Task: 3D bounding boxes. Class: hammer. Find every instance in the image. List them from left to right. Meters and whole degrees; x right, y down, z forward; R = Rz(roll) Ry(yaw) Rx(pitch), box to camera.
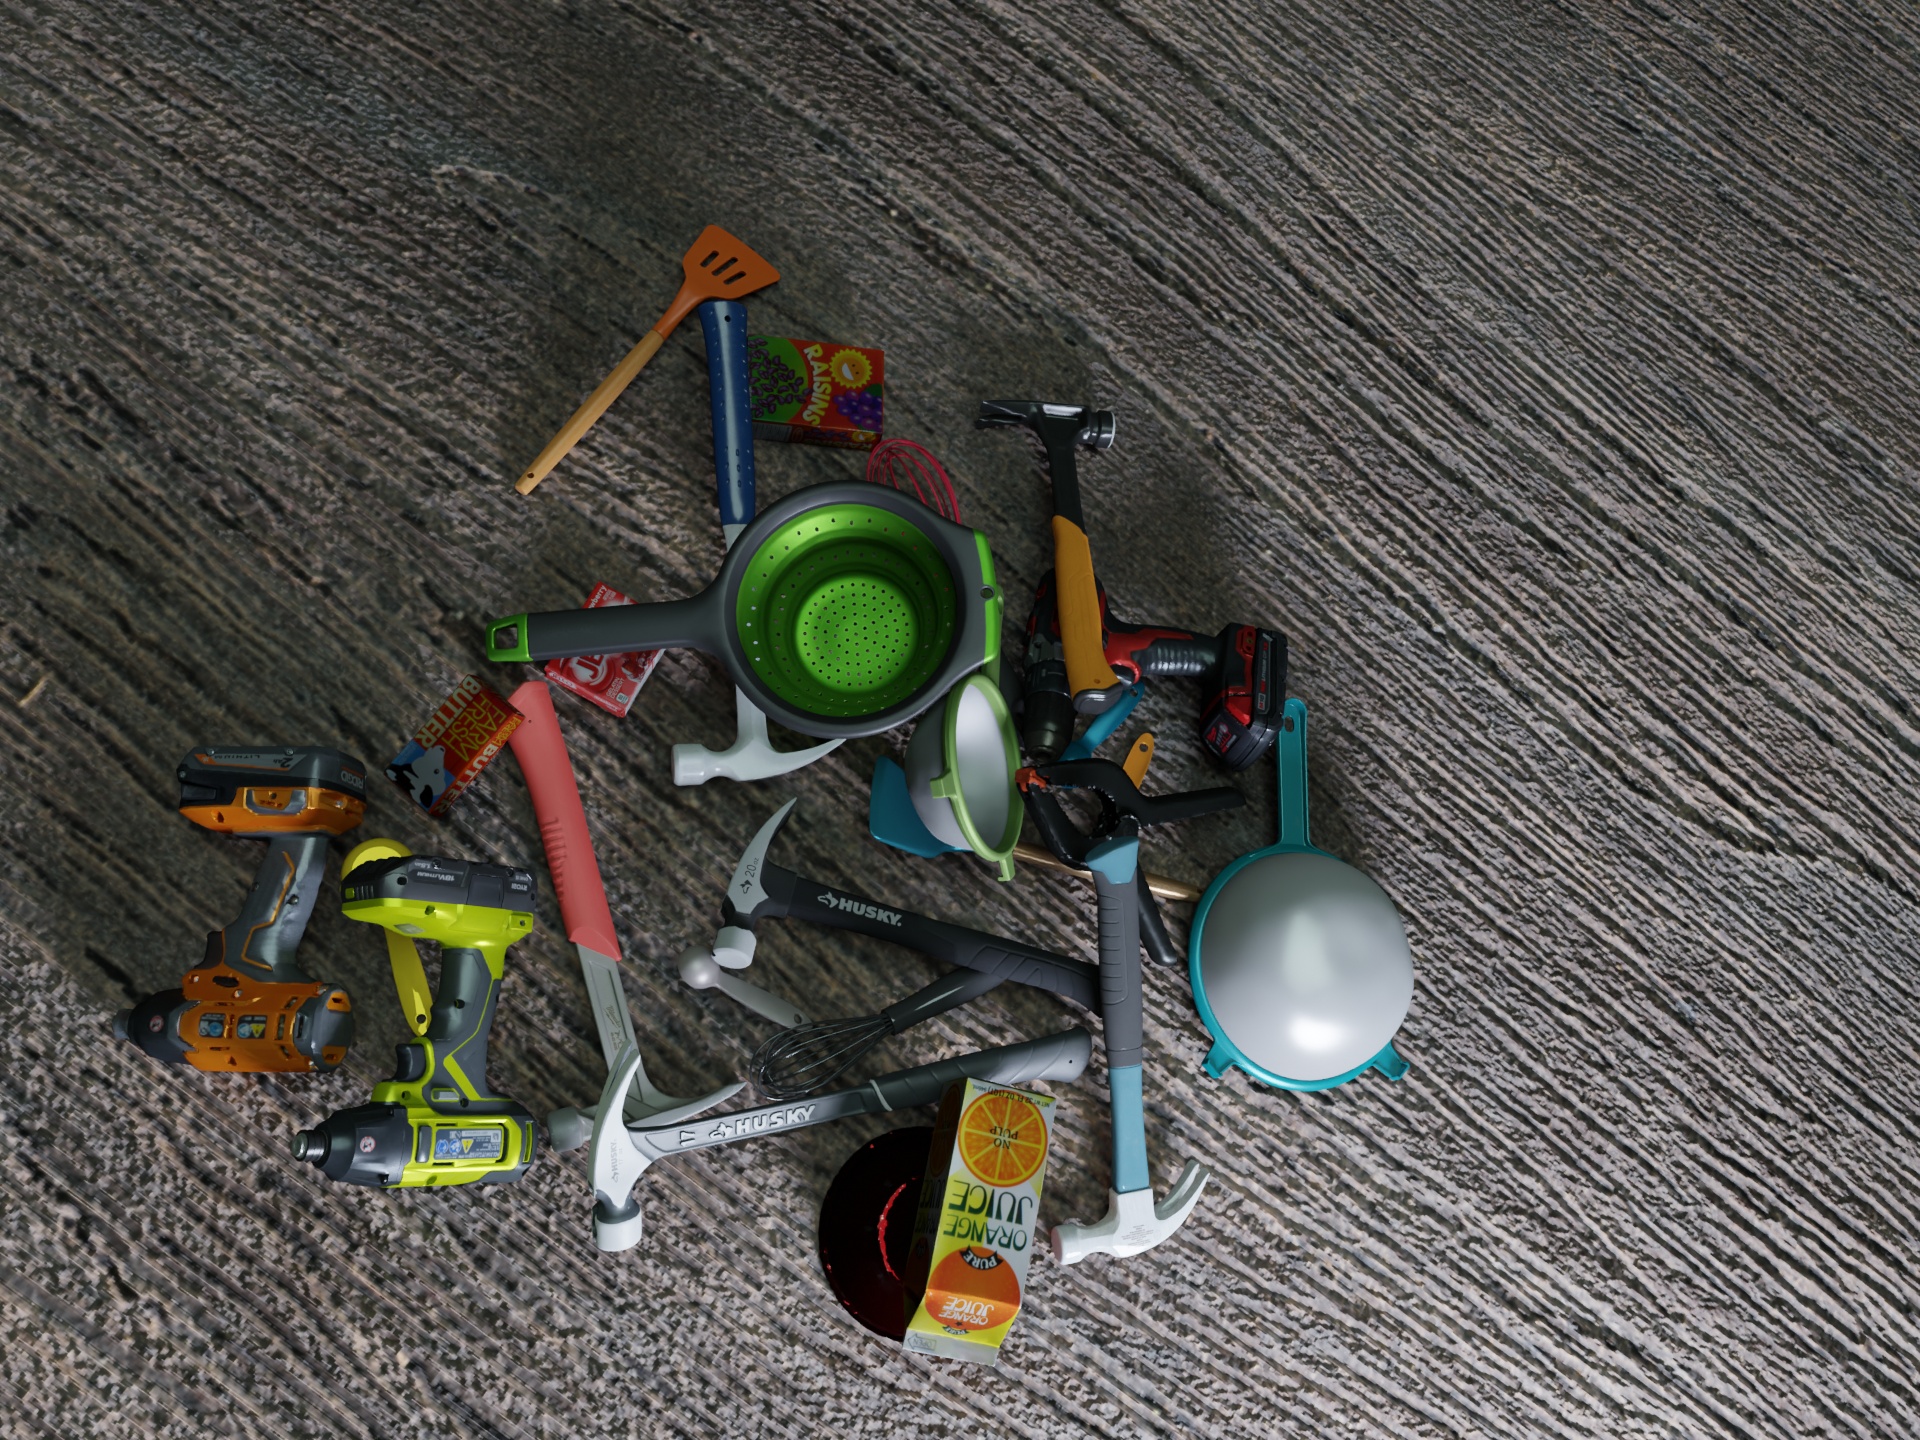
[{"bbox_3d":[-0.283,0.139,1.230,0.149,0.036,0.359,-13,78,-19],"label":"hammer"},{"bbox_3d":[-0.179,-0.150,1.324,0.144,0.035,0.406,-2,81,-17],"label":"hammer"},{"bbox_3d":[-0.079,0.282,1.203,0.408,0.036,0.149,-6,106,-27],"label":"hammer"},{"bbox_3d":[-0.021,0.168,1.269,0.334,0.035,0.146,17,54,-8],"label":"hammer"},{"bbox_3d":[0.088,-0.149,1.367,0.127,0.034,0.337,3,54,-11],"label":"hammer"},{"bbox_3d":[0.127,0.257,1.252,0.128,0.033,0.331,-5,95,-17],"label":"hammer"}]

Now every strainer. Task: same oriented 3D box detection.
[{"bbox_3d":[-0.002,-0.004,1.292,0.069,0.151,0.257,-10,54,21],"label":"strainer"},{"bbox_3d":[0.305,0.140,1.348,0.211,0.095,0.340,5,76,-18],"label":"strainer"}]

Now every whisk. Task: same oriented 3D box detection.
[{"bbox_3d":[-0.057,0.236,1.260,0.239,0.055,0.055,-22,80,-25],"label":"whisk"},{"bbox_3d":[-0.002,-0.110,1.377,0.073,0.073,0.296,-25,88,-21],"label":"whisk"}]

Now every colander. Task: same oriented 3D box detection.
[{"bbox_3d":[-0.168,-0.072,1.259,0.397,0.094,0.205,-5,79,1],"label":"colander"}]

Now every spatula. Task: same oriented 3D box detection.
[{"bbox_3d":[-0.278,-0.313,1.382,0.081,0.041,0.323,37,71,-2],"label":"spatula"},{"bbox_3d":[0.071,0.109,1.333,0.317,0.044,0.082,15,49,-12],"label":"spatula"}]

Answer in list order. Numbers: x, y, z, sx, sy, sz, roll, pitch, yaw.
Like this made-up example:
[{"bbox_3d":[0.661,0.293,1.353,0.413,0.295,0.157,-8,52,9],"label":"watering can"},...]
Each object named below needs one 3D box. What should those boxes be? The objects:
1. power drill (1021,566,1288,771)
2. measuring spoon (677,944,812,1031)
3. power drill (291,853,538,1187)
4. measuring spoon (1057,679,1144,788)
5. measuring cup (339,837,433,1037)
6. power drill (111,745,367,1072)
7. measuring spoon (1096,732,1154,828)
[{"bbox_3d":[0.159,-0.026,1.369,0.226,0.080,0.188,16,57,-7],"label":"power drill"},{"bbox_3d":[-0.163,0.209,1.234,0.124,0.018,0.034,33,44,-21],"label":"measuring spoon"},{"bbox_3d":[-0.377,0.212,1.120,0.171,0.080,0.223,16,69,-48],"label":"power drill"},{"bbox_3d":[0.124,0.007,1.391,0.042,0.021,0.128,43,68,0],"label":"measuring spoon"},{"bbox_3d":[-0.420,0.161,1.187,0.062,0.029,0.157,-16,76,-19],"label":"measuring cup"},{"bbox_3d":[-0.515,0.136,1.138,0.164,0.084,0.227,0,76,4],"label":"power drill"},{"bbox_3d":[0.143,0.060,1.389,0.021,0.011,0.117,29,64,-5],"label":"measuring spoon"}]
